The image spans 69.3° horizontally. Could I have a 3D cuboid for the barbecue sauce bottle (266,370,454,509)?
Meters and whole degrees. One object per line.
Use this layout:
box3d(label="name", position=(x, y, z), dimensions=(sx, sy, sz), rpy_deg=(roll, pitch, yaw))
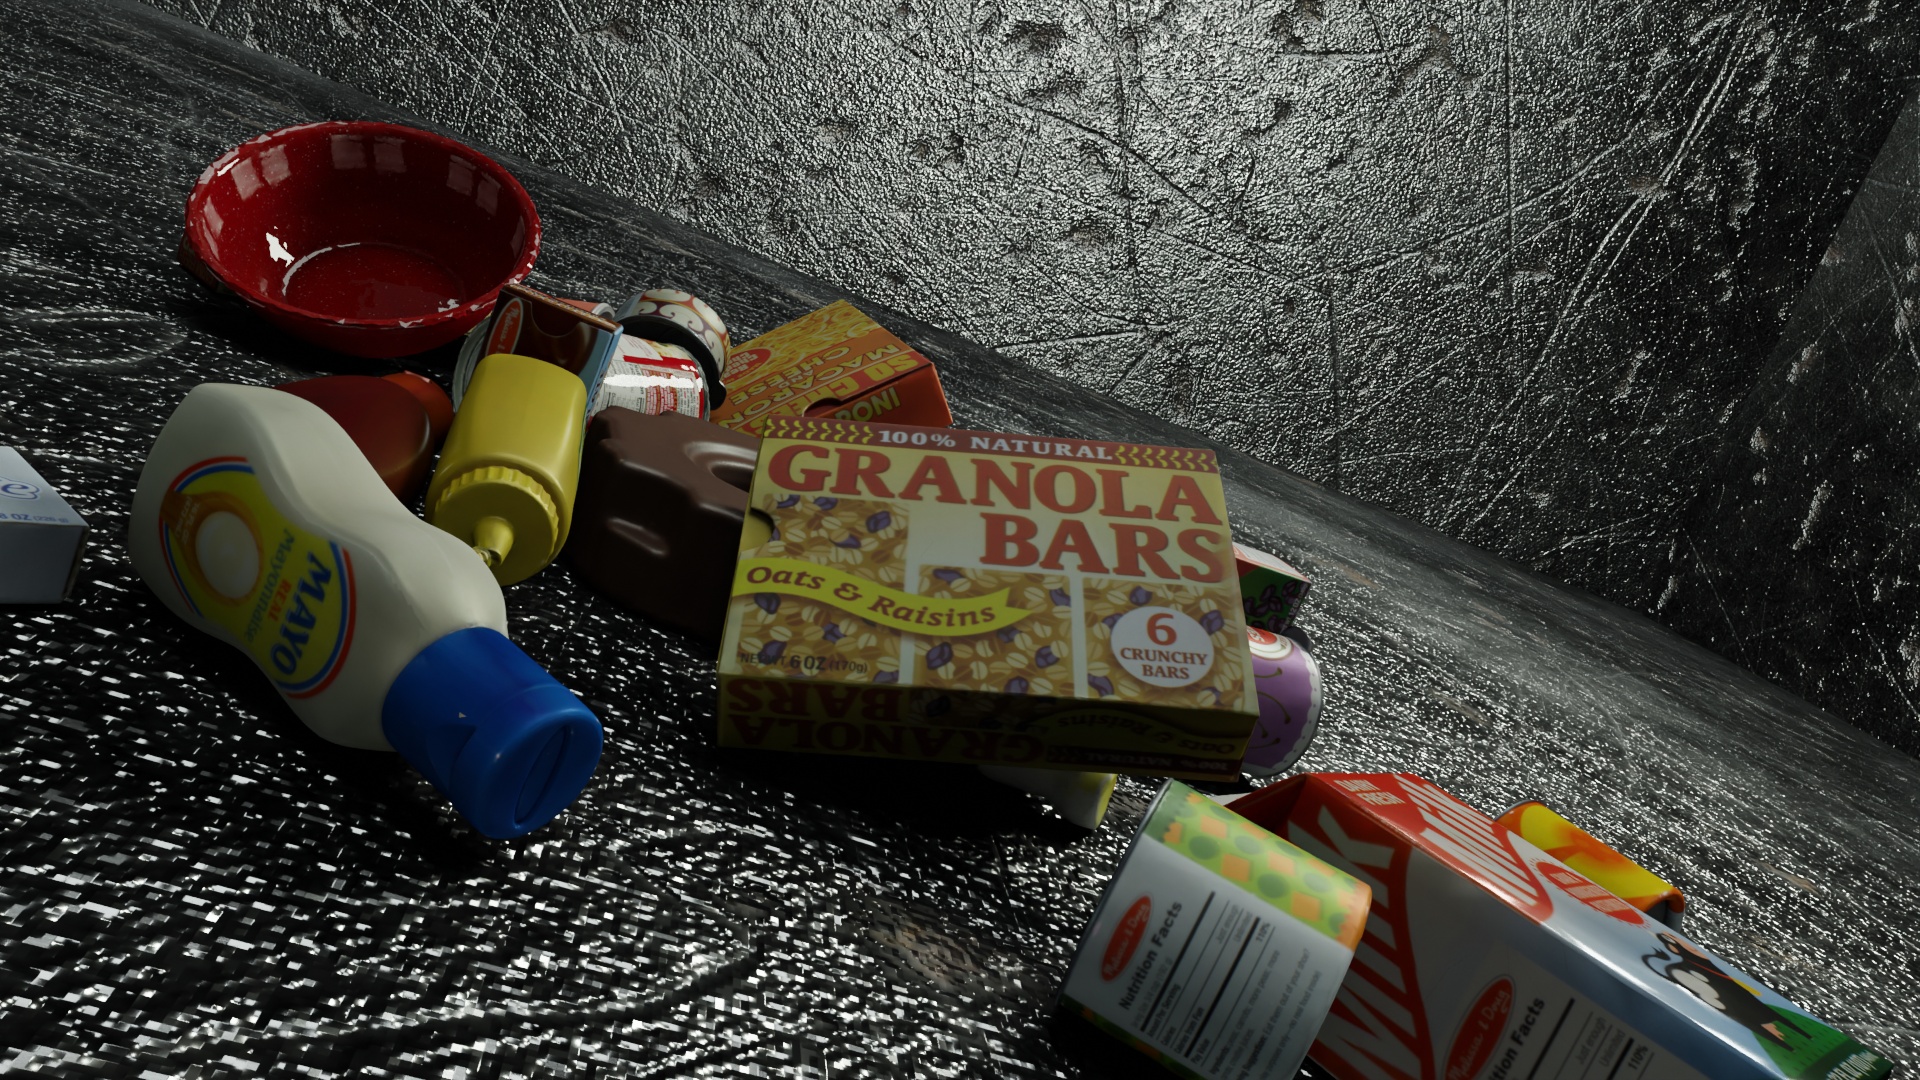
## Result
box3d(label="barbecue sauce bottle", position=(-0.218, -0.034, 0.494), dimensions=(0.065, 0.043, 0.149), rpy_deg=(21, 11, -10))

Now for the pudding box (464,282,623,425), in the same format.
box3d(label="pudding box", position=(-0.181, -0.061, 0.588), dimensions=(0.050, 0.083, 0.030), rpy_deg=(21, 11, -11))

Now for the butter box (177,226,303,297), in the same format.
box3d(label="butter box", position=(-0.363, -0.143, 0.759), dimensions=(0.053, 0.024, 0.103), rpy_deg=(32, 14, 35))

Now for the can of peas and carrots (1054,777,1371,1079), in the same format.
box3d(label="can of peas and carrots", position=(0.066, 0.104, 0.359), dimensions=(0.059, 0.070, 0.071), rpy_deg=(27, 12, 15))

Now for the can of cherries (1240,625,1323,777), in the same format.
box3d(label="can of cherries", position=(0.118, 0.066, 0.621), dimensions=(0.058, 0.071, 0.071), rpy_deg=(17, 13, -28))

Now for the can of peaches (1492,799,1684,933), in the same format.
box3d(label="can of peaches", position=(0.213, 0.137, 0.497), dimensions=(0.071, 0.071, 0.058), rpy_deg=(13, 16, -43))

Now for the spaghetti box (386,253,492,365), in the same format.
box3d(label="spaghetti box", position=(-0.220, -0.111, 0.831), dimensions=(0.250, 0.028, 0.050), rpy_deg=(12, 46, -45))

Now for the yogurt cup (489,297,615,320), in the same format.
box3d(label="yogurt cup", position=(-0.221, -0.100, 0.742), dimensions=(0.054, 0.072, 0.072), rpy_deg=(15, 11, -1))

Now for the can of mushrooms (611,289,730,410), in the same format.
box3d(label="can of mushrooms", position=(-0.155, -0.097, 0.739), dimensions=(0.071, 0.070, 0.034), rpy_deg=(21, 36, -10))

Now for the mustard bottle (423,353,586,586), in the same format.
box3d(label="mustard bottle", position=(-0.163, -0.020, 0.498), dimensions=(0.049, 0.065, 0.161), rpy_deg=(14, 19, -18))

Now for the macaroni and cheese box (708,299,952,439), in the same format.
box3d(label="macaroni and cheese box", position=(-0.091, -0.079, 0.775), dimensions=(0.124, 0.040, 0.167), rpy_deg=(-26, 27, -11))

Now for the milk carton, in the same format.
box3d(label="milk carton", position=(0.145, 0.124, 0.400), dimensions=(0.072, 0.073, 0.191), rpy_deg=(10, 17, -48))

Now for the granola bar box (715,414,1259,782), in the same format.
box3d(label="granola bar box", position=(0.009, 0.015, 0.467), dimensions=(0.166, 0.038, 0.125), rpy_deg=(4, 44, -3))

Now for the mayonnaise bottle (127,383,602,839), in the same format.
box3d(label="mayonnaise bottle", position=(-0.151, 0.018, 0.349), dimensions=(0.148, 0.064, 0.041), rpy_deg=(33, 13, 26))

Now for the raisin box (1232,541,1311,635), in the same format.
box3d(label="raisin box", position=(0.104, 0.035, 0.697), dimensions=(0.123, 0.086, 0.040), rpy_deg=(17, 14, -30))

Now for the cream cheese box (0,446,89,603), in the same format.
box3d(label="cream cheese box", position=(-0.270, -0.008, 0.321), dimensions=(0.053, 0.024, 0.104), rpy_deg=(29, 12, 32))
